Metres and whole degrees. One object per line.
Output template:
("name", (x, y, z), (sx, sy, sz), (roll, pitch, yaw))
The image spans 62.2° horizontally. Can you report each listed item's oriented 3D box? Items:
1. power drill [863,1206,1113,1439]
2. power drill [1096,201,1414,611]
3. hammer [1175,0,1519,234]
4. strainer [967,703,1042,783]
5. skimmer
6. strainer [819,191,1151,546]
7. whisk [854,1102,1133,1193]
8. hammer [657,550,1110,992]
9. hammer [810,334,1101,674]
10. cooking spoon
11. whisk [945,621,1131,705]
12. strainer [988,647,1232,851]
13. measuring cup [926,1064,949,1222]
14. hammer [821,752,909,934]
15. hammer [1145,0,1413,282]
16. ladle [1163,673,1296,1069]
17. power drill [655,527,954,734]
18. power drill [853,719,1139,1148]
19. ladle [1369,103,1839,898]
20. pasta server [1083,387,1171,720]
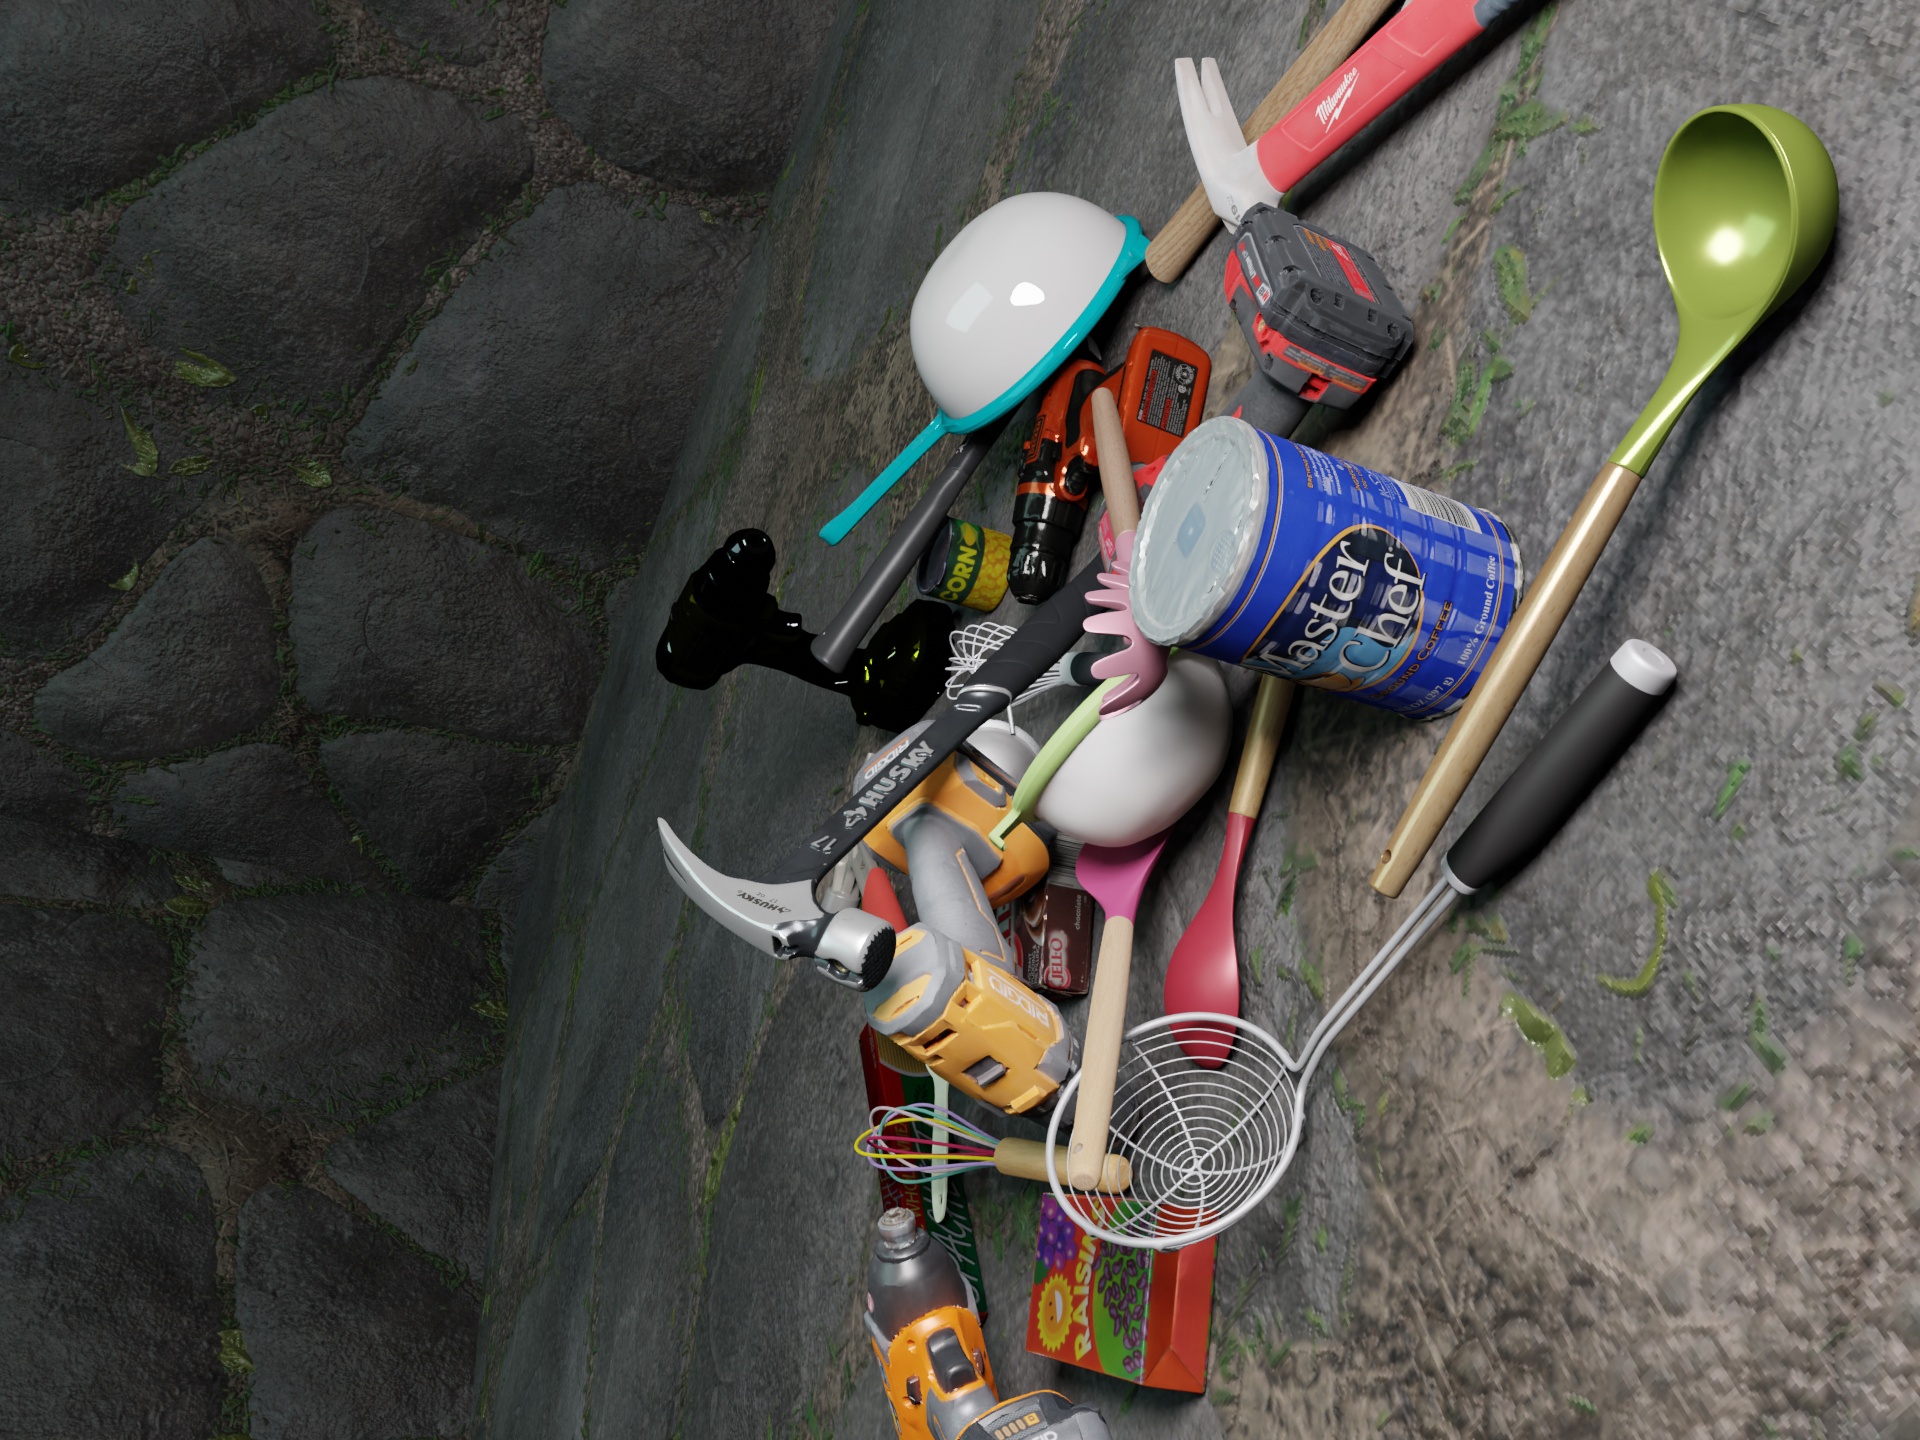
("power drill", (0.009, 0.361, 0.827), (0.226, 0.084, 0.164), (-164, 58, -70))
("power drill", (0.147, -0.164, 0.889), (0.143, 0.078, 0.219), (-95, 29, -50))
("hammer", (0.244, -0.371, 0.793), (0.386, 0.038, 0.143), (-27, 80, 59))
("strainer", (0.009, 0.108, 1.097), (0.050, 0.087, 0.258), (-85, 3, -75))
("skimmer", (0.156, 0.099, 0.683), (0.127, 0.090, 0.363), (-92, 26, -52))
("strainer", (-0.014, -0.280, 1.210), (0.340, 0.095, 0.211), (-45, 22, 12))
("whisk", (0.012, 0.262, 0.955), (0.245, 0.047, 0.051), (-10, 69, 52))
("hammer", (-0.001, -0.003, 0.904), (0.409, 0.149, 0.036), (-44, -38, -43))
("hammer", (-0.010, -0.178, 1.231), (0.335, 0.035, 0.146), (-56, 22, -6))
("cooking spoon", (0.079, 0.122, 0.818), (0.069, 0.017, 0.319), (-28, 20, 23))
("whisk", (0.063, -0.034, 1.072), (0.285, 0.070, 0.070), (6, 81, 65))
("strainer", (0.127, -0.013, 0.836), (0.069, 0.151, 0.256), (47, 132, 14))
("measuring cup", (0.004, 0.247, 1.056), (0.083, 0.038, 0.168), (142, 135, -59))
("hammer", (-0.059, 0.137, 1.236), (0.359, 0.036, 0.149), (-129, 55, -74))
("hammer", (0.207, -0.382, 0.967), (0.331, 0.031, 0.130), (134, 145, -53))
("ladle", (0.156, 0.025, 0.831), (0.069, 0.031, 0.315), (-175, 101, -72))
("power drill", (-0.124, -0.075, 1.329), (0.190, 0.228, 0.080), (132, 146, -51))
("power drill", (0.021, 0.126, 0.898), (0.084, 0.185, 0.226), (-38, 33, 20))
("ladle", (0.230, -0.076, 0.605), (0.320, 0.062, 0.078), (-63, 19, 10))
("pasta server", (0.080, -0.106, 0.847), (0.316, 0.040, 0.060), (-90, -11, -55))
